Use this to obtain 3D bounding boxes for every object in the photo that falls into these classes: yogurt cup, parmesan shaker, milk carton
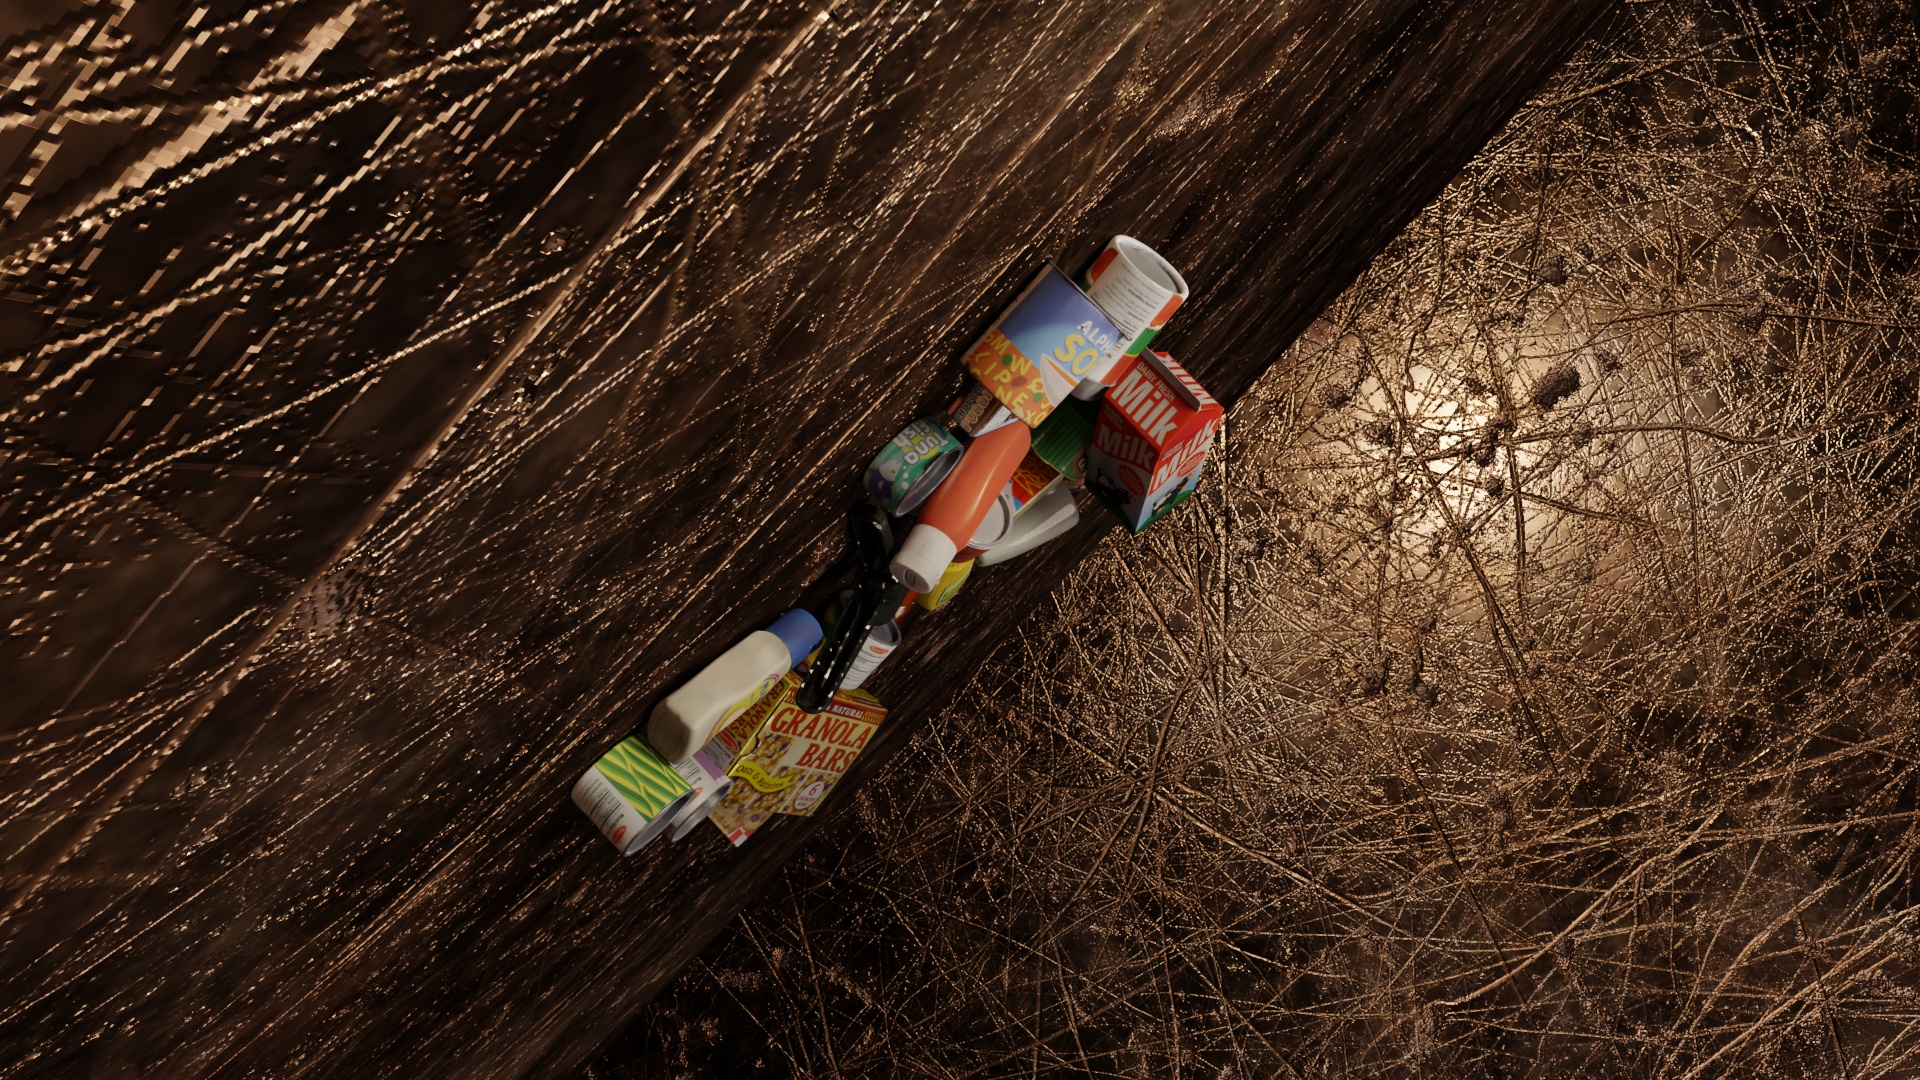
[{"bbox_3d":[0.004,-0.015,1.189,0.073,0.072,0.053,-40,178,-35],"label":"yogurt cup"},{"bbox_3d":[0.113,-0.112,1.233,0.103,0.071,0.071,-48,172,17],"label":"parmesan shaker"},{"bbox_3d":[0.162,-0.088,1.169,0.074,0.072,0.189,-35,158,-18],"label":"milk carton"}]

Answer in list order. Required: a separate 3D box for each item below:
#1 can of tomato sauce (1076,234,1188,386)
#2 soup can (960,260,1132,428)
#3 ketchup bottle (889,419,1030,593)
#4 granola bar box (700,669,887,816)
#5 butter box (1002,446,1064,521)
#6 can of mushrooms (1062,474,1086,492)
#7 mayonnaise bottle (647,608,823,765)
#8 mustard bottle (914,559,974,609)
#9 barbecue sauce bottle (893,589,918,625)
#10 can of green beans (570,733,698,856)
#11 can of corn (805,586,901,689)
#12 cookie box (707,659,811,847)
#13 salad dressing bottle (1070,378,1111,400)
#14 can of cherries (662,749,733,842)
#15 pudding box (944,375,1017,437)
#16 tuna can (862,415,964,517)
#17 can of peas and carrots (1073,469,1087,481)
[{"bbox_3d":[0.107,-0.160,0.963,0.082,0.071,0.071,-50,171,29],"label":"can of tomato sauce"},{"bbox_3d":[0.053,-0.120,0.866,0.083,0.071,0.071,-47,172,10],"label":"soup can"},{"bbox_3d":[0.000,-0.028,1.038,0.149,0.043,0.064,-57,172,-26],"label":"ketchup bottle"},{"bbox_3d":[-0.149,0.176,1.208,0.124,0.039,0.165,-54,151,4],"label":"granola bar box"},{"bbox_3d":[0.046,-0.051,1.254,0.104,0.053,0.024,-41,168,-34],"label":"butter box"},{"bbox_3d":[0.110,-0.082,1.367,0.071,0.071,0.033,-43,171,-13],"label":"can of mushrooms"},{"bbox_3d":[-0.159,0.100,1.005,0.149,0.041,0.064,-38,168,-43],"label":"mayonnaise bottle"},{"bbox_3d":[-0.016,0.018,1.299,0.065,0.049,0.159,-44,172,-18],"label":"mustard bottle"},{"bbox_3d":[-0.075,0.066,1.265,0.065,0.044,0.147,-37,168,-48],"label":"barbecue sauce bottle"},{"bbox_3d":[-0.230,0.178,0.978,0.071,0.058,0.071,-44,172,-8],"label":"can of green beans"},{"bbox_3d":[-0.094,0.082,1.174,0.058,0.071,0.071,-47,172,18],"label":"can of corn"},{"bbox_3d":[-0.172,0.193,1.277,0.168,0.040,0.122,-43,150,-15],"label":"cookie box"},{"bbox_3d":[0.106,-0.149,1.100,0.064,0.044,0.147,-45,171,0],"label":"salad dressing bottle"},{"bbox_3d":[-0.224,0.195,1.100,0.071,0.058,0.071,-45,172,-8],"label":"can of cherries"},{"bbox_3d":[0.028,-0.103,0.971,0.049,0.030,0.084,-50,171,26],"label":"pudding box"},{"bbox_3d":[-0.031,-0.051,0.925,0.071,0.033,0.071,-44,172,-8],"label":"tuna can"},{"bbox_3d":[0.113,-0.101,1.319,0.071,0.059,0.071,-43,172,-8],"label":"can of peas and carrots"}]
